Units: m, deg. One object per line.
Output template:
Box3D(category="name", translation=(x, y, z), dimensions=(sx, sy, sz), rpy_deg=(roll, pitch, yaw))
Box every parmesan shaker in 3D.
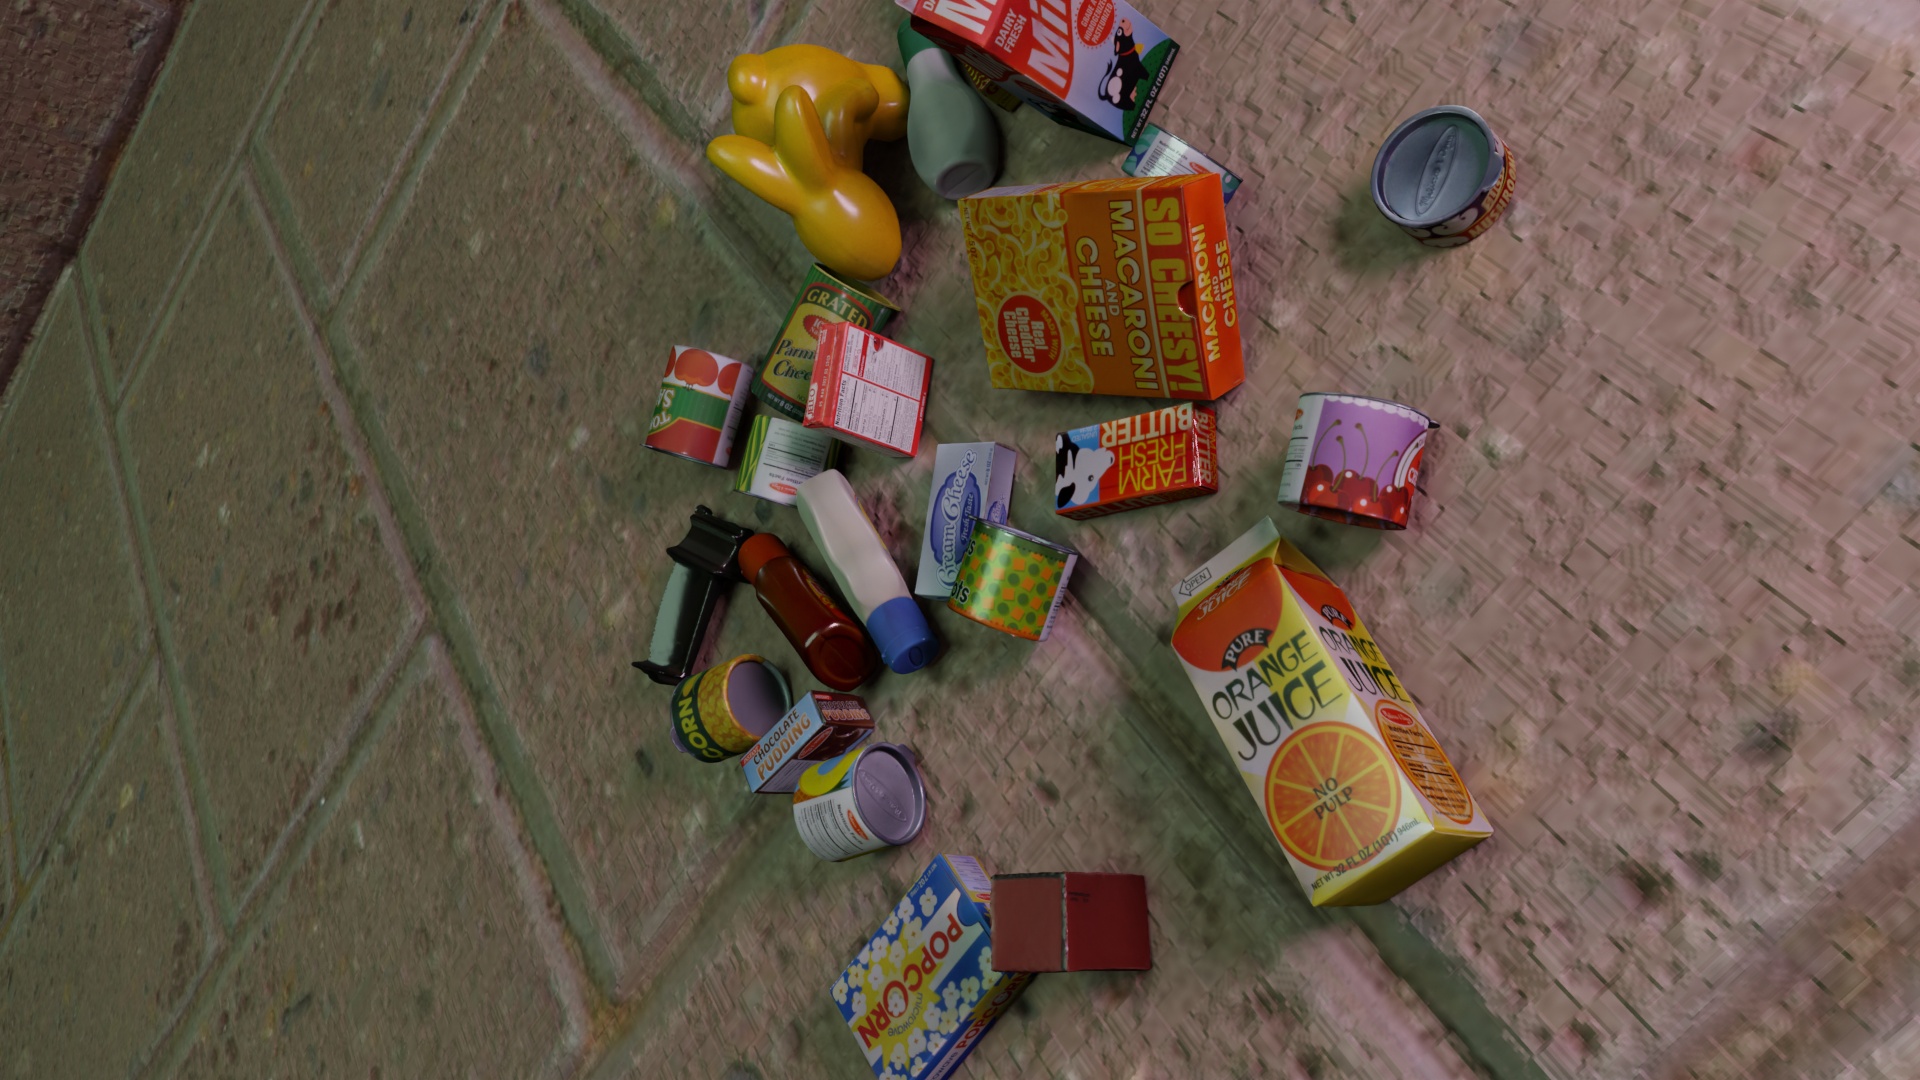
Box3D(category="parmesan shaker", translation=(-0.098, -0.138, 1.003), dimensions=(0.071, 0.071, 0.103), rpy_deg=(40, 106, 40))

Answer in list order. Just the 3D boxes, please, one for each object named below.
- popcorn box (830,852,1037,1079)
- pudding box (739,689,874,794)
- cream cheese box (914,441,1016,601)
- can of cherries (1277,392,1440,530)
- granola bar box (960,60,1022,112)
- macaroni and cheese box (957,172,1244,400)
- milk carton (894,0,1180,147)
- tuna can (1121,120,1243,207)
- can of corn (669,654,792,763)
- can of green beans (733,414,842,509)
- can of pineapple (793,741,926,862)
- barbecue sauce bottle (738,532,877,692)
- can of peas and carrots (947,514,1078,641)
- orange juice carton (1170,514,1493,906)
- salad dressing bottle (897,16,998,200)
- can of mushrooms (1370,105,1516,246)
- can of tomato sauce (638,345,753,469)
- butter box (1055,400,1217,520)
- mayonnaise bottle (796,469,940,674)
Box3D(category="popcorn box", translation=(-0.016, 0.264, 0.839), dimensions=(0.126, 0.038, 0.085), rpy_deg=(-54, 49, 17))
Box3D(category="pudding box", translation=(-0.104, 0.138, 0.943), dimensions=(0.083, 0.050, 0.030), rpy_deg=(-44, 55, 25))
Box3D(category="cream cheese box", translation=(0.003, -0.011, 0.906), dimensions=(0.053, 0.024, 0.104), rpy_deg=(1, 79, 43))
Box3D(category="can of cherries", translation=(0.203, -0.039, 0.709), dimensions=(0.071, 0.071, 0.058), rpy_deg=(10, 86, 43))
Box3D(category="granola bar box", translation=(0.036, -0.400, 0.971), dimensions=(0.123, 0.039, 0.166), rpy_deg=(-41, 55, 25))
Box3D(category="macaroni and cheese box", translation=(0.081, -0.149, 0.823), dimensions=(0.166, 0.040, 0.123), rpy_deg=(9, 119, 43))
Box3D(category="milk carton", translation=(0.041, -0.313, 0.839), dimensions=(0.073, 0.190, 0.072), rpy_deg=(33, 101, 42))
Box3D(category="tuna can", translation=(0.131, -0.217, 0.822), dimensions=(0.071, 0.071, 0.032), rpy_deg=(46, 111, 39))
Box3D(category="can of corn", translation=(-0.164, 0.121, 0.987), dimensions=(0.058, 0.071, 0.071), rpy_deg=(-24, 64, 35))
Box3D(category="can of green beans", translation=(-0.124, -0.054, 1.002), dimensions=(0.071, 0.071, 0.058), rpy_deg=(15, 88, 43))
Box3D(category="can of pineapple", translation=(-0.064, 0.167, 0.891), dimensions=(0.057, 0.071, 0.071), rpy_deg=(-24, 64, 35))
Box3D(category="barbecue sauce bottle", translation=(-0.113, 0.044, 0.971), dimensions=(0.044, 0.064, 0.149), rpy_deg=(-41, 42, -4))
Box3D(category="can of peas and carrots", translation=(0.029, 0.023, 0.843), dimensions=(0.071, 0.071, 0.058), rpy_deg=(22, 94, 43))
Box3D(category="orange juice carton", translation=(0.173, 0.080, 0.697), dimensions=(0.071, 0.073, 0.193), rpy_deg=(-43, 54, 26))
Box3D(category="salad dressing bottle", translation=(-0.013, -0.312, 0.989), dimensions=(0.064, 0.044, 0.148), rpy_deg=(-31, 58, 31))
Box3D(category="can of mushrooms", translation=(0.254, -0.189, 0.724), dimensions=(0.071, 0.033, 0.071), rpy_deg=(-13, 70, 39))
Box3D(category="can of tomato sauce", translation=(-0.206, -0.104, 1.085), dimensions=(0.071, 0.071, 0.083), rpy_deg=(14, 87, 43))
Box3D(category="butter box", translation=(0.103, -0.046, 0.826), dimensions=(0.103, 0.024, 0.053), rpy_deg=(-11, 71, 39))
Box3D(category="mayonnaise bottle", translation=(-0.062, 0.022, 0.932), dimensions=(0.041, 0.064, 0.148), rpy_deg=(-28, 58, -8))
